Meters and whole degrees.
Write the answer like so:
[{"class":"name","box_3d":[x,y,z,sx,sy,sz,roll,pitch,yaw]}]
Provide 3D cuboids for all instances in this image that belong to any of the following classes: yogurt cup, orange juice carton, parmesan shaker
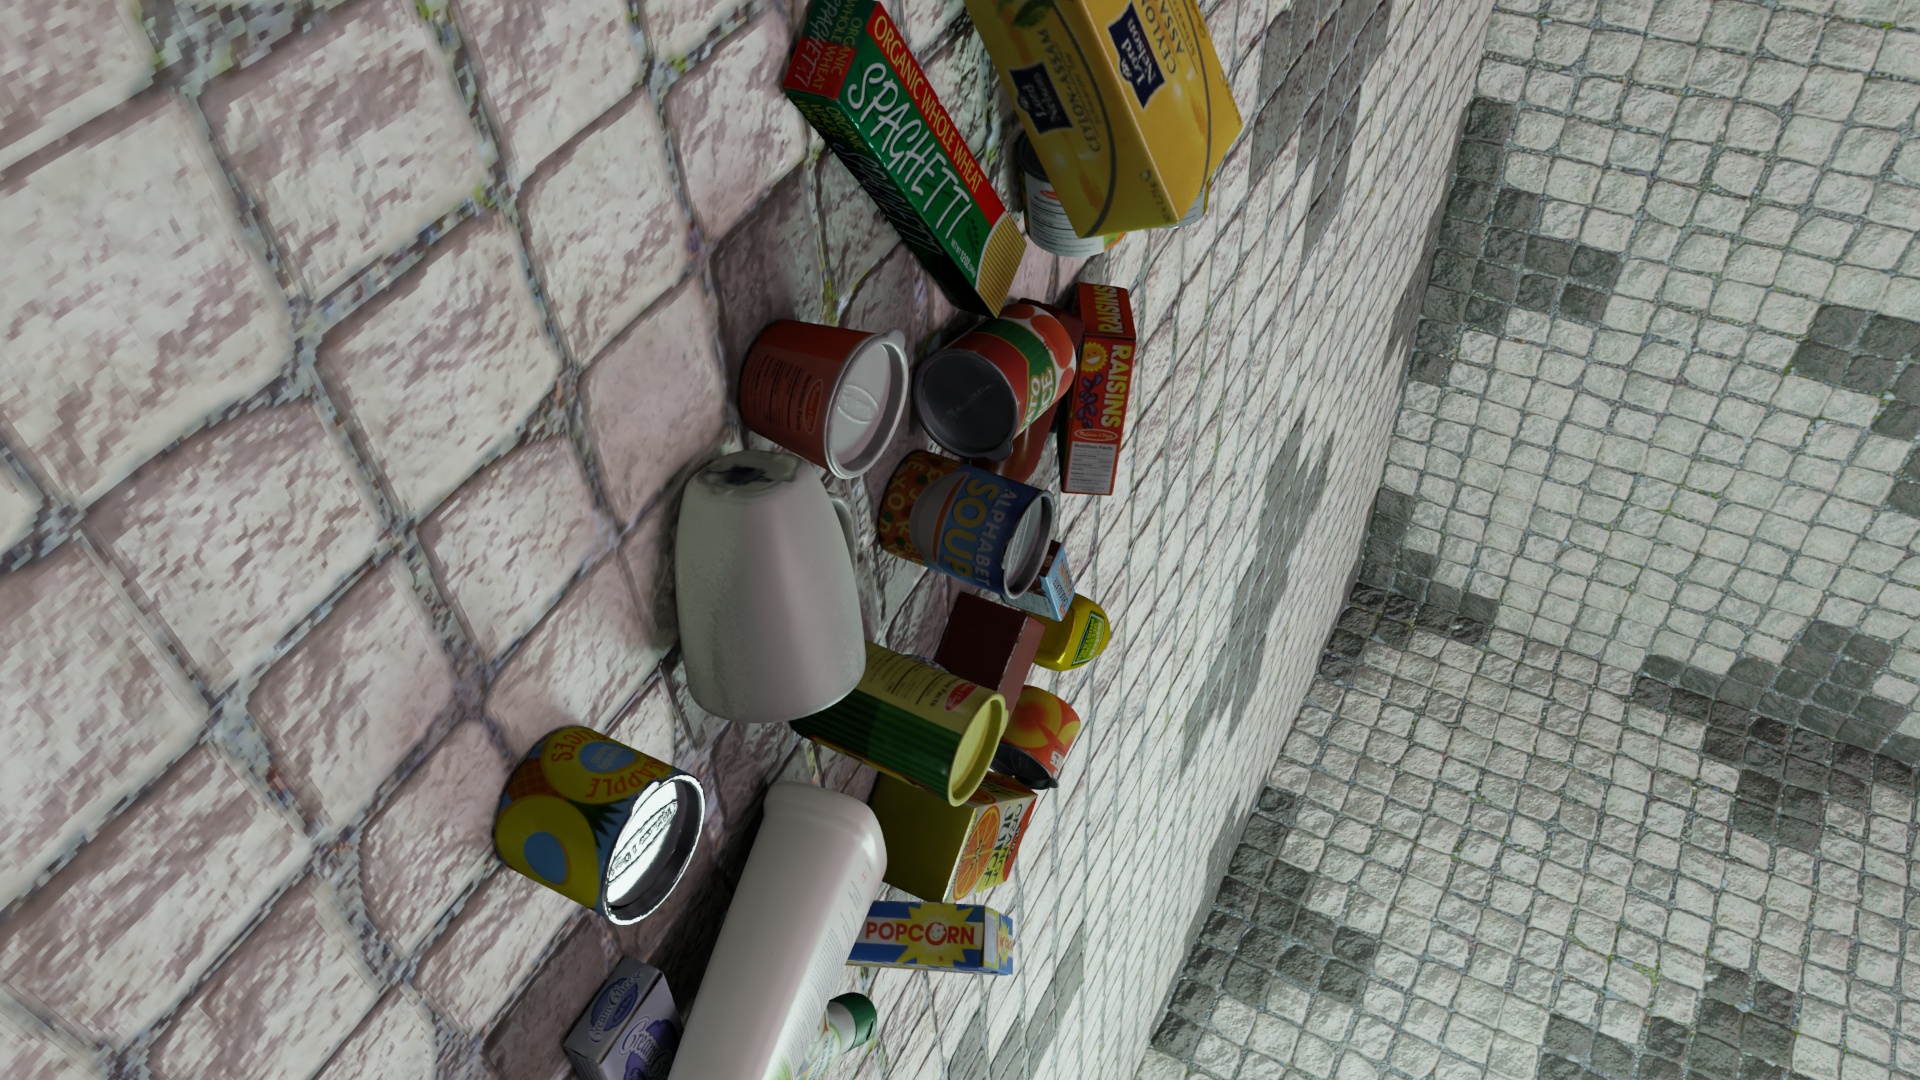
[{"class":"yogurt cup","box_3d":[-0.063,-0.067,0.631,0.073,0.054,0.072,-51,152,-41]},{"class":"orange juice carton","box_3d":[-0.002,0.205,0.999,0.072,0.073,0.192,-70,160,0]},{"class":"parmesan shaker","box_3d":[-0.034,0.097,0.781,0.072,0.103,0.071,-50,151,-41]}]

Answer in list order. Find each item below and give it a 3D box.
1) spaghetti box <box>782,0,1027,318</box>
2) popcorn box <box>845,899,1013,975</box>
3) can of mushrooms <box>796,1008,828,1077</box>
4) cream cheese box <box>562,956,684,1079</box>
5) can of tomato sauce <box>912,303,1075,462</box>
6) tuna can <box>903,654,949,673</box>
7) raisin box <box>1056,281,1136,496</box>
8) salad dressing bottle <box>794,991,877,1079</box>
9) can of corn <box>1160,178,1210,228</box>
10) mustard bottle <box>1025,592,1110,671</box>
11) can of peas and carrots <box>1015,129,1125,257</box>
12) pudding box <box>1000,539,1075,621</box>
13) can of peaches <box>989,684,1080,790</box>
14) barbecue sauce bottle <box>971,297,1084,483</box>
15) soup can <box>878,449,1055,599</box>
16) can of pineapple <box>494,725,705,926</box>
[{"class":"spaghetti box","box_3d":[-0.018,-0.178,0.682,0.050,0.029,0.249,-69,159,-6]},{"class":"popcorn box","box_3d":[-0.036,0.249,0.874,0.085,0.127,0.038,56,36,-65]},{"class":"can of mushrooms","box_3d":[-0.111,0.275,0.802,0.071,0.071,0.033,-58,156,-29]},{"class":"cream cheese box","box_3d":[-0.166,0.261,0.707,0.054,0.024,0.103,-55,155,-38]},{"class":"can of tomato sauce","box_3d":[0.022,-0.092,0.800,0.083,0.071,0.070,-44,147,-50]},{"class":"tuna can","box_3d":[-0.031,0.103,0.845,0.033,0.071,0.070,-42,145,-53]},{"class":"raisin box","box_3d":[0.093,-0.105,0.966,0.086,0.040,0.122,-86,-179,-57]},{"class":"salad dressing bottle","box_3d":[-0.099,0.326,0.905,0.147,0.044,0.064,18,90,-69]},{"class":"can of corn","box_3d":[0.140,-0.257,0.956,0.071,0.071,0.058,-52,153,-40]},{"class":"mustard bottle","box_3d":[0.094,0.074,1.154,0.160,0.049,0.065,10,100,-69]},{"class":"can of peas and carrots","box_3d":[0.069,-0.211,0.816,0.071,0.071,0.058,-59,157,-28]},{"class":"pudding box","box_3d":[0.052,0.025,1.006,0.030,0.050,0.083,-64,158,-20]},{"class":"can of peaches","box_3d":[0.057,0.157,1.106,0.058,0.071,0.071,-59,156,-30]},{"class":"barbecue sauce bottle","box_3d":[0.035,-0.077,0.884,0.065,0.044,0.148,2,107,-74]},{"class":"soup can","box_3d":[0.003,-0.010,0.804,0.072,0.084,0.071,-51,151,-42]},{"class":"can of pineapple","box_3d":[-0.148,0.115,0.576,0.071,0.058,0.070,-52,152,-41]}]
